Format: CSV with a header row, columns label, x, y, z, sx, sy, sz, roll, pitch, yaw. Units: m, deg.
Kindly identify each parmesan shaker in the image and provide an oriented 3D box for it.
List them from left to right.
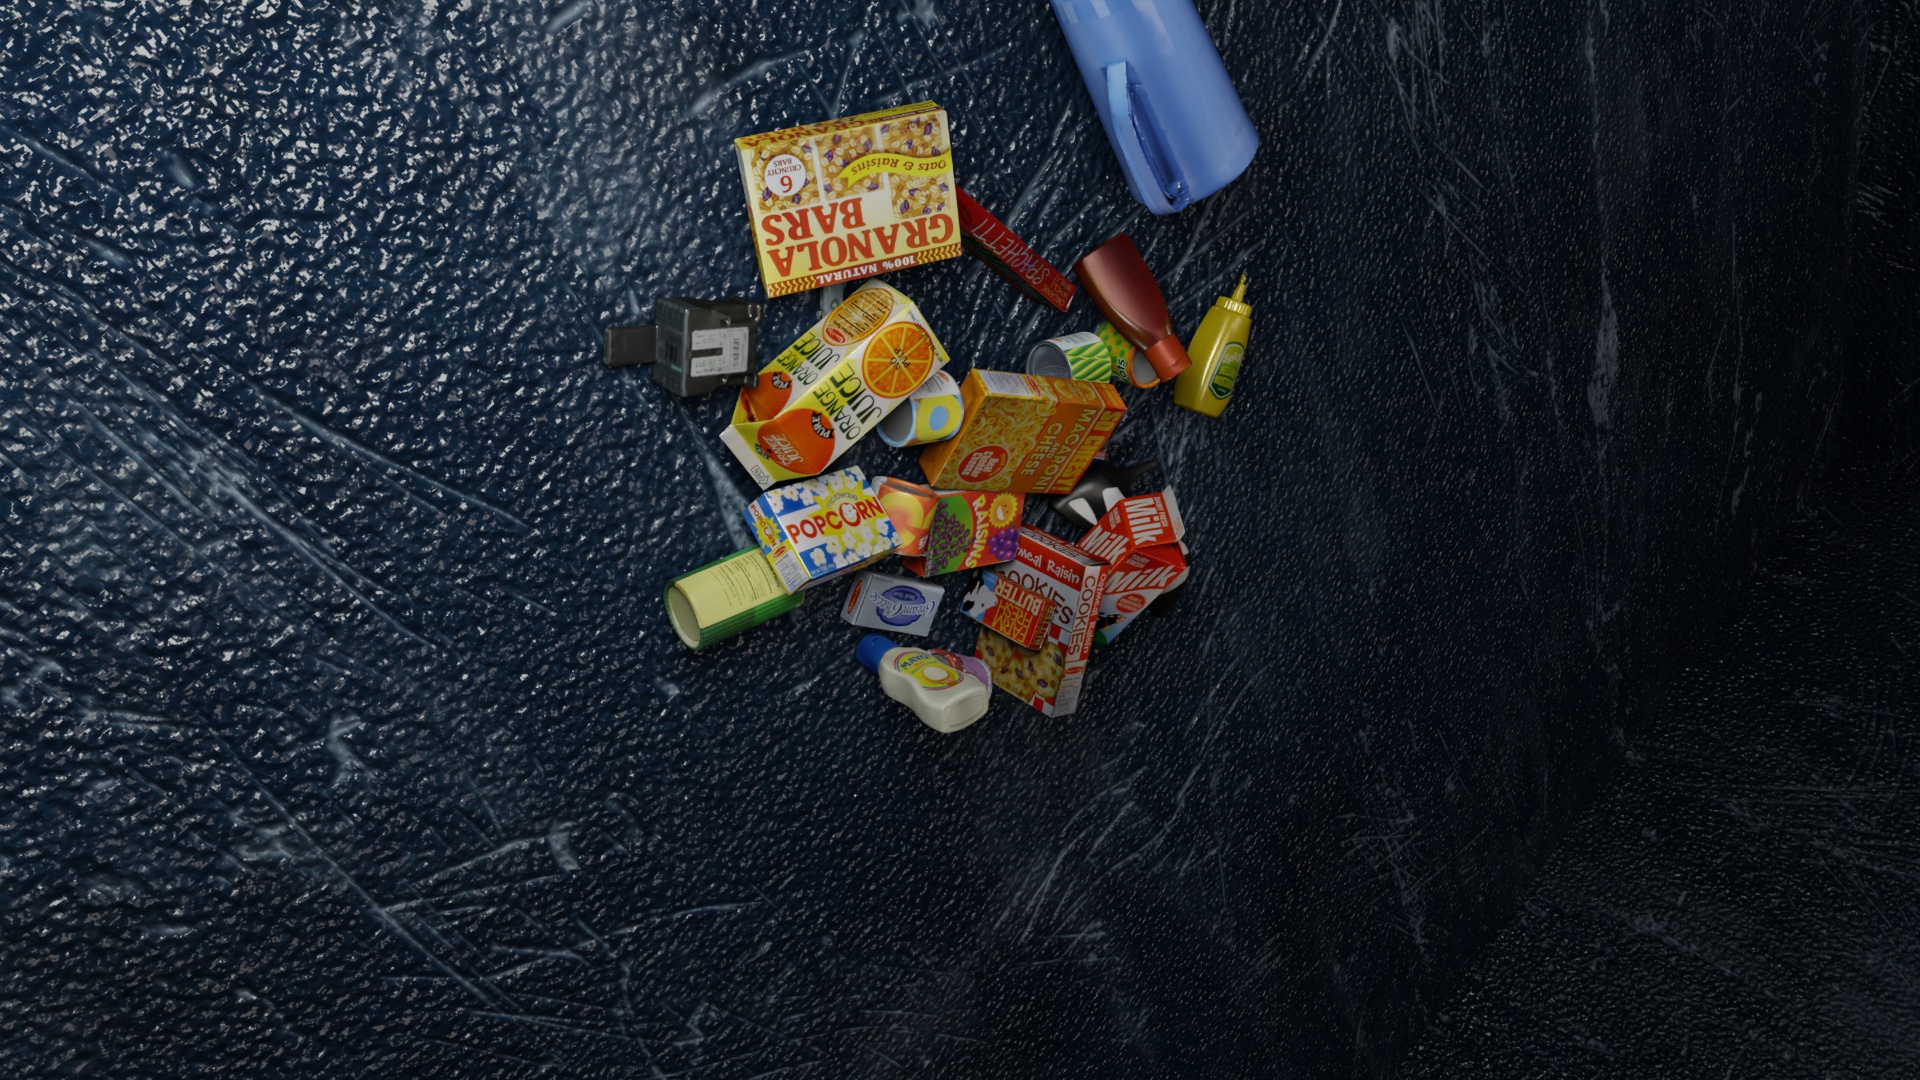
label,x,y,z,sx,sy,sz,roll,pitch,yaw
parmesan shaker,-0.197,0.044,1.198,0.103,0.071,0.071,-24,125,-33

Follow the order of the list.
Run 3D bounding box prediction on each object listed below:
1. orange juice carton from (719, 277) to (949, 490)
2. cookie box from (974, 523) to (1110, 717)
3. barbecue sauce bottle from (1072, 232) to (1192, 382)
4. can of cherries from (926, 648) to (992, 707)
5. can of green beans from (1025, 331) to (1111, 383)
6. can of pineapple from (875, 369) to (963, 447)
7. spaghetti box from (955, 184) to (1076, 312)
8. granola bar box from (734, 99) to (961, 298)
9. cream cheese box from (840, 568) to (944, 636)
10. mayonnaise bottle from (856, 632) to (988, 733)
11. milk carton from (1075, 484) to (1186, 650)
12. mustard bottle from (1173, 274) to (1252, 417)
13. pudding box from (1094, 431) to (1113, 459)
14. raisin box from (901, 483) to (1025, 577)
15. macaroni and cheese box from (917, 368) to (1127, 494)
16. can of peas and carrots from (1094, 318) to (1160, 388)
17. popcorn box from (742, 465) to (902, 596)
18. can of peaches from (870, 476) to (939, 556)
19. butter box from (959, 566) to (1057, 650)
label,x,y,z,sx,sy,sz,roll,pitch,yaw
orange juice carton,-0.112,-0.127,1.173,0.193,0.073,0.071,-42,132,-7
cookie box,0.081,0.080,1.435,0.040,0.123,0.167,-4,112,-43
barbecue sauce bottle,0.176,-0.228,1.376,0.065,0.043,0.148,-34,93,-16
can of cherries,-0.009,0.148,1.420,0.058,0.071,0.071,20,95,-46
can of green beans,0.108,-0.171,1.380,0.058,0.071,0.071,-18,121,-37
can of pineapple,-0.040,-0.119,1.266,0.058,0.071,0.070,-12,118,-39
spaghetti box,0.018,-0.277,1.255,0.250,0.050,0.028,28,91,-47
granola bar box,-0.088,-0.275,1.120,0.166,0.039,0.123,-15,122,-12
cream cheese box,-0.065,0.061,1.359,0.104,0.024,0.053,14,100,-46
mayonnaise bottle,-0.042,0.132,1.324,0.065,0.148,0.041,-22,124,-35
milk carton,0.168,0.026,1.453,0.073,0.073,0.189,19,130,-28
mustard bottle,0.288,-0.218,1.541,0.065,0.049,0.160,9,103,-47
pudding box,0.121,-0.113,1.447,0.084,0.030,0.049,4,108,-44
raisin box,0.005,-0.017,1.377,0.124,0.040,0.085,-10,115,-41
macaroni and cheese box,0.059,-0.102,1.332,0.167,0.040,0.123,1,137,-34
can of peas and carrots,0.176,-0.194,1.440,0.071,0.059,0.070,-20,122,-36
popcorn box,-0.119,-0.010,1.210,0.038,0.085,0.127,-37,171,38
can of peaches,-0.056,-0.023,1.294,0.071,0.071,0.058,7,104,-45
butter box,0.048,0.068,1.413,0.024,0.103,0.053,13,100,-47
